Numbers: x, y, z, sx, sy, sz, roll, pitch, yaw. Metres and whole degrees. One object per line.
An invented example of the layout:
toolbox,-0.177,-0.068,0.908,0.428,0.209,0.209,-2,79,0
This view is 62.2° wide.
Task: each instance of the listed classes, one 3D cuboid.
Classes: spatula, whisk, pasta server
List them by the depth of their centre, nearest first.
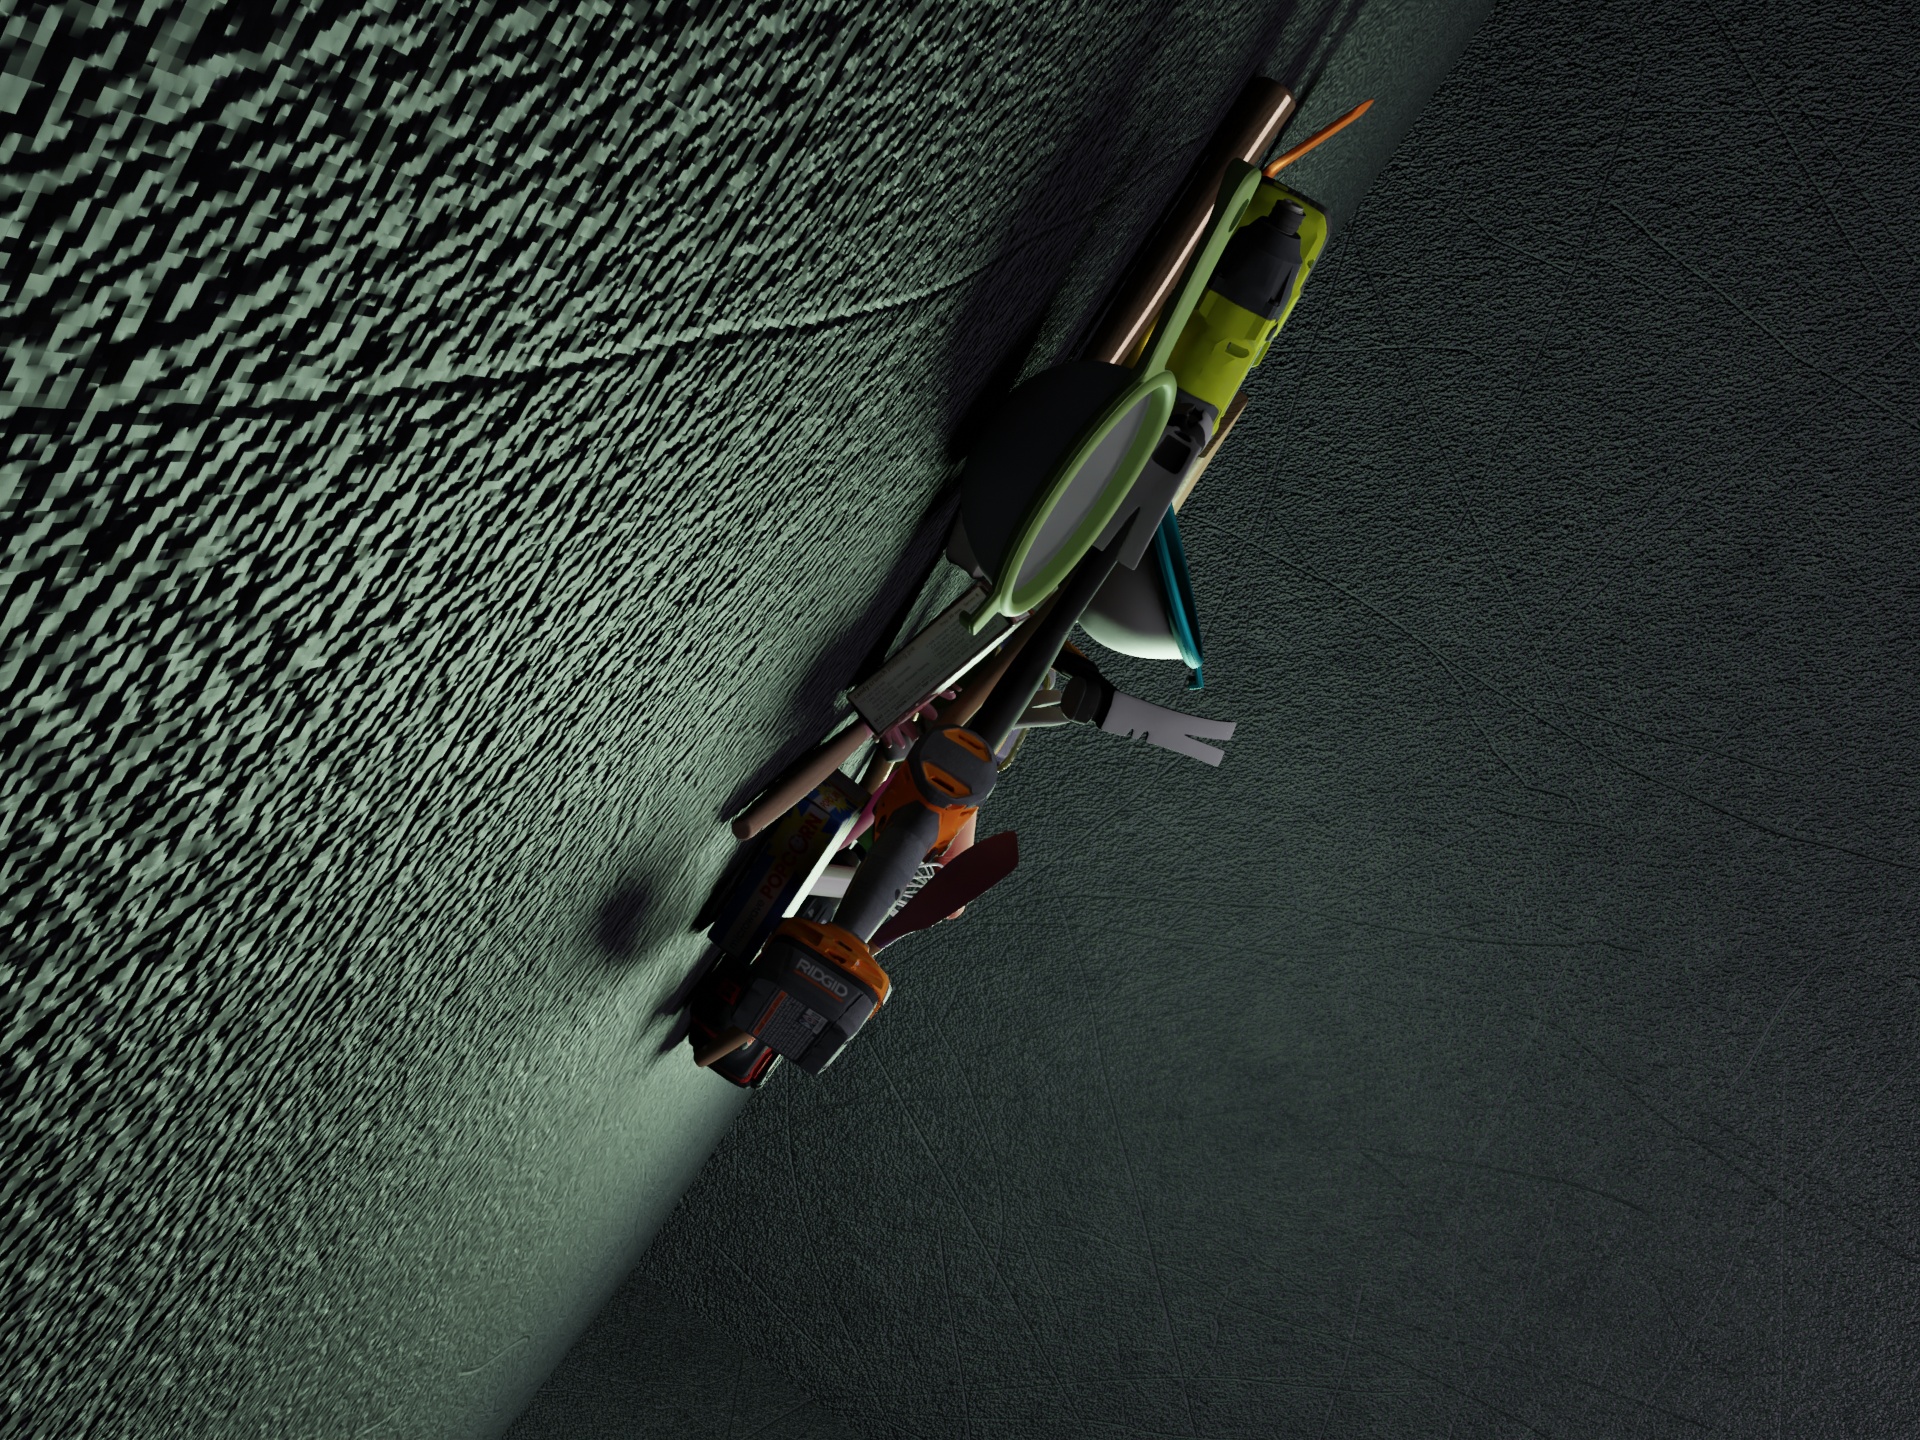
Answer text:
pasta server,-0.070,0.021,1.023,0.060,0.040,0.316,-48,179,23
spatula,-0.080,0.173,1.168,0.316,0.018,0.060,-36,-152,19
spatula,0.209,-0.353,1.253,0.322,0.041,0.081,-56,177,27
whisk,-0.077,0.132,1.268,0.058,0.059,0.246,-52,152,11

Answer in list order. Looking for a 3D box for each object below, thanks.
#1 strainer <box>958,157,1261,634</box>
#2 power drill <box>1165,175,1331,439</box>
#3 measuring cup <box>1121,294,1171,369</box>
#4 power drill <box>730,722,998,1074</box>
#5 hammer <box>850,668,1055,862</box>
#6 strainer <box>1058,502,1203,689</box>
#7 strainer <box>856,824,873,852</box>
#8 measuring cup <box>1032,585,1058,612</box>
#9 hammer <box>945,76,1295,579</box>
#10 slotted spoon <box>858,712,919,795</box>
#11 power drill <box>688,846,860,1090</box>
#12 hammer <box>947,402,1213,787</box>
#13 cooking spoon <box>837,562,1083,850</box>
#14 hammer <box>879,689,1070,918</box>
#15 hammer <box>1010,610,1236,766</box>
strainer,0.062,-0.171,0.794,0.151,0.069,0.256,-39,161,-53
power drill,0.195,-0.295,1.103,0.171,0.080,0.223,-62,179,32
measuring cup,0.148,-0.294,1.047,0.156,0.029,0.062,-52,176,-12
power drill,-0.063,0.122,1.083,0.227,0.084,0.164,-58,-179,-33
hammer,-0.016,0.030,1.594,0.405,0.035,0.144,-52,-157,40
strainer,0.099,-0.154,1.160,0.340,0.095,0.211,46,33,-64
strainer,-0.071,0.097,1.411,0.258,0.050,0.087,-168,-100,-84
measuring cup,0.082,-0.146,1.391,0.038,0.083,0.167,-35,150,-28
hammer,0.091,-0.226,0.936,0.331,0.031,0.130,-56,177,11
slotted spoon,-0.089,0.077,1.368,0.313,0.031,0.070,-61,-174,38
power drill,-0.156,0.210,1.349,0.188,0.080,0.226,-54,173,-25
hammer,0.059,-0.054,1.059,0.334,0.035,0.146,-57,180,43
cooking spoon,-0.002,-0.004,1.176,0.319,0.017,0.069,-48,179,25
hammer,0.005,0.085,1.390,0.149,0.037,0.358,-10,151,-8
hammer,0.090,-0.045,1.237,0.034,0.127,0.337,-69,-159,11
